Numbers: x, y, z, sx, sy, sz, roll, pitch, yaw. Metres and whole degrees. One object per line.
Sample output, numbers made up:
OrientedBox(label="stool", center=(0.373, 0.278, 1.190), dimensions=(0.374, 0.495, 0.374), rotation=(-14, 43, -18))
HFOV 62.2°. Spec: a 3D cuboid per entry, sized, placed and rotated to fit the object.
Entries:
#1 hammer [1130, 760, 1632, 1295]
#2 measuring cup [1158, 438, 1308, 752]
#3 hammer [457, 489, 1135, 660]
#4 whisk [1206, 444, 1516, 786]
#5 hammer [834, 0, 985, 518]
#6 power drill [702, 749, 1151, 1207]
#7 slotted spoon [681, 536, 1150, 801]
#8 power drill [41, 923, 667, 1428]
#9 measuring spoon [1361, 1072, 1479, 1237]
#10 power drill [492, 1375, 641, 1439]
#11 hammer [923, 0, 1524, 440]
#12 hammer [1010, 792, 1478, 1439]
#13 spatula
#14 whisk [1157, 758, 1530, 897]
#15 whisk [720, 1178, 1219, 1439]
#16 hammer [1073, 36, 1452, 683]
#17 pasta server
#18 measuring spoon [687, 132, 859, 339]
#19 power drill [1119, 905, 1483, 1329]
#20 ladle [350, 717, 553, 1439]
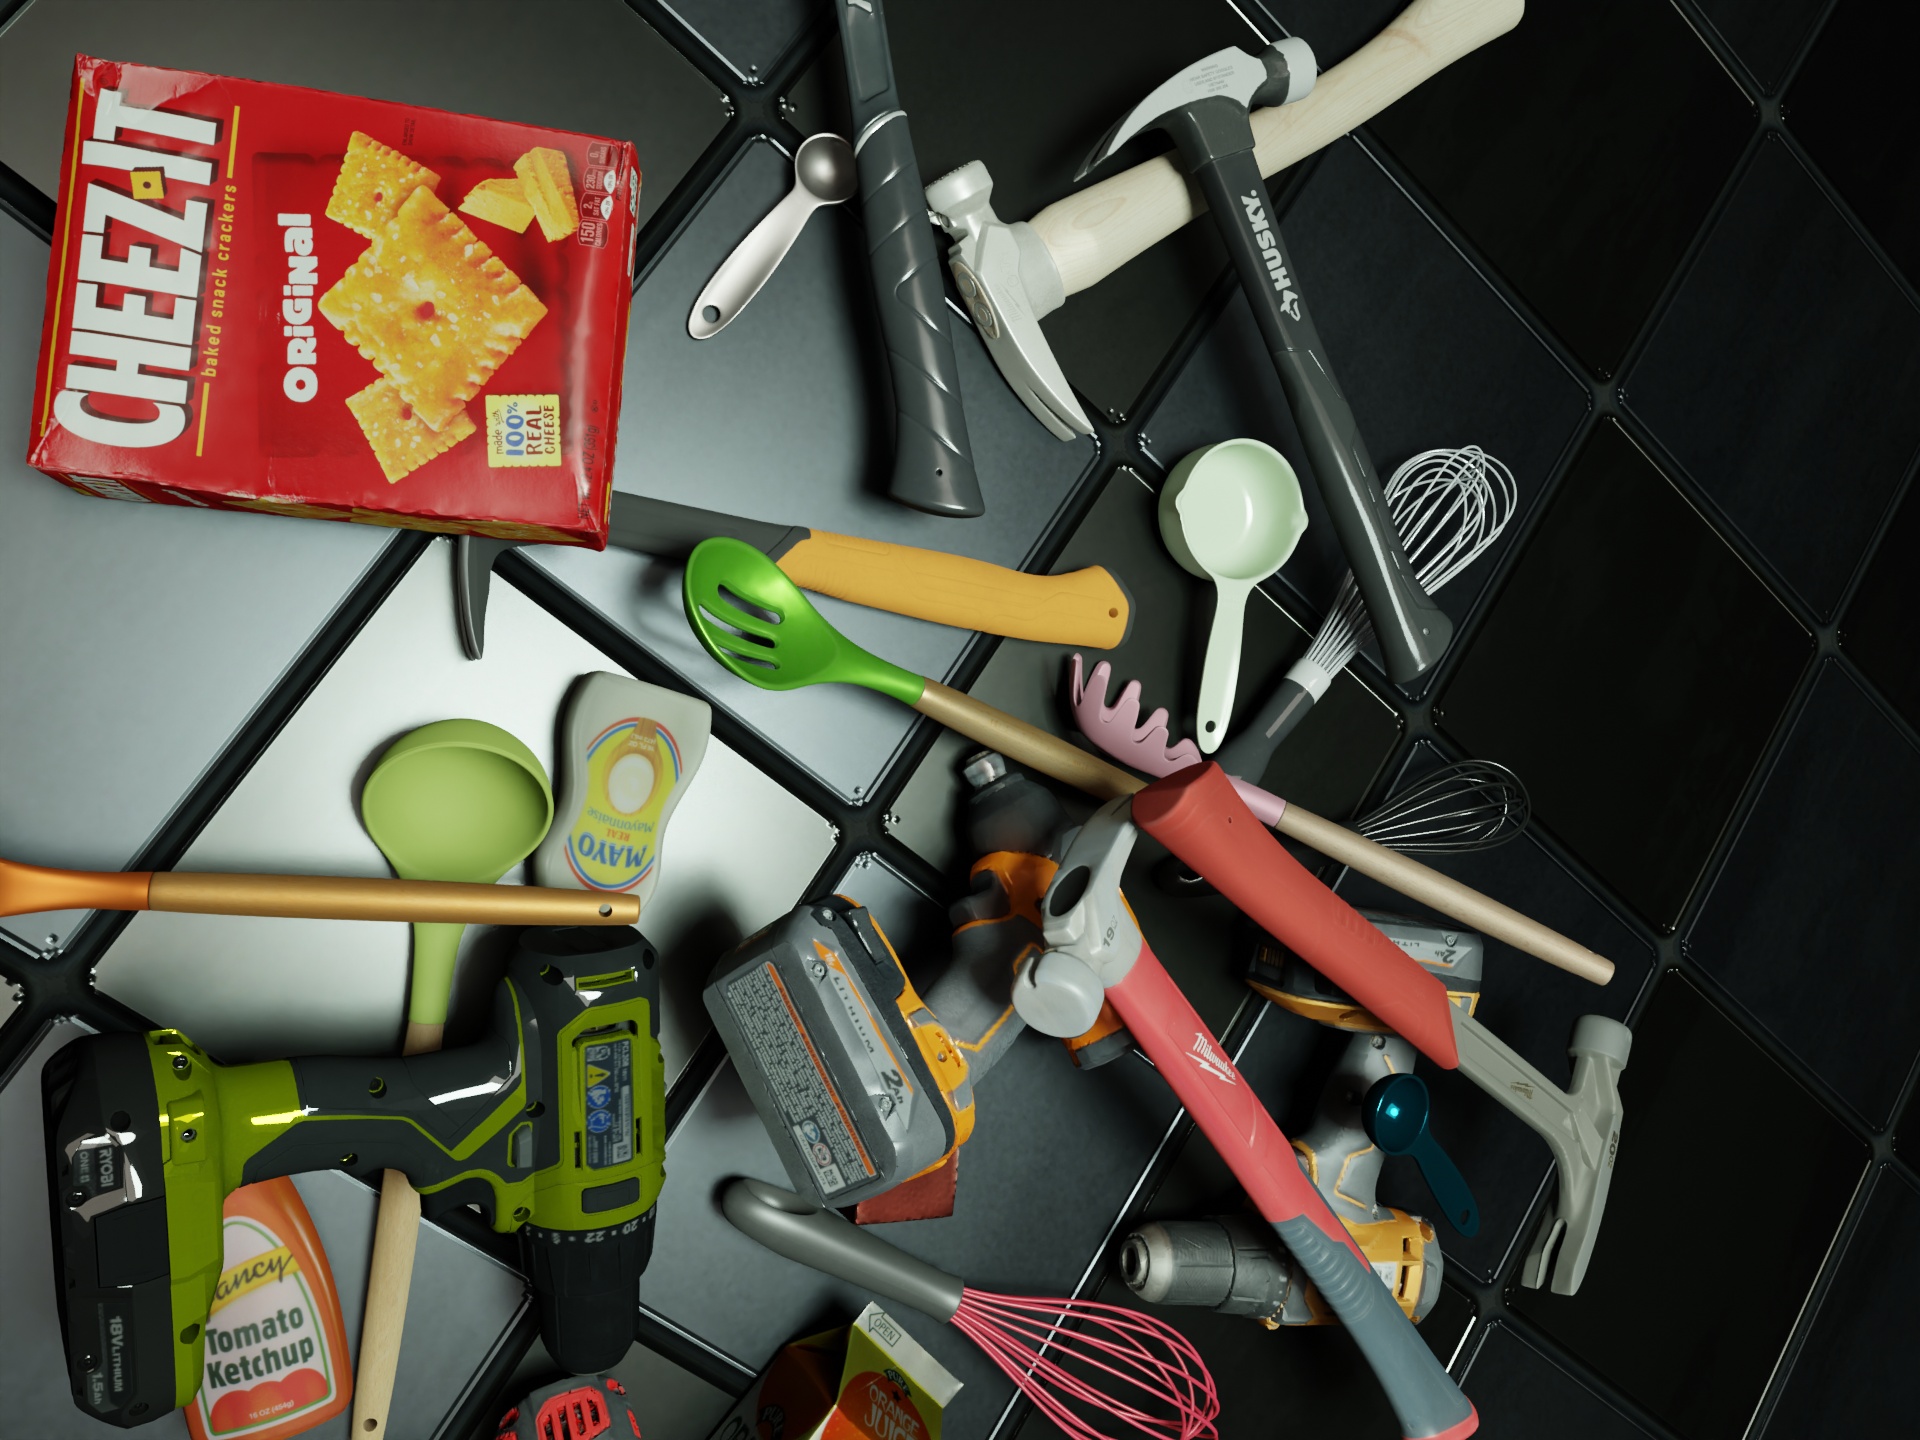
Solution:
OrientedBox(label="hammer", center=(0.211, 0.140, 0.775), dimensions=(0.358, 0.037, 0.149), rotation=(38, 63, -26))
OrientedBox(label="measuring cup", center=(0.137, -0.067, 0.858), dimensions=(0.083, 0.038, 0.167), rotation=(5, 96, -24))
OrientedBox(label="hammer", center=(-0.066, -0.068, 0.765), dimensions=(0.336, 0.034, 0.127), rotation=(9, 86, -24))
OrientedBox(label="whisk", center=(0.212, -0.045, 0.880), dimensions=(0.070, 0.070, 0.284), rotation=(44, 78, -18))
OrientedBox(label="hammer", center=(-0.036, -0.297, 0.750), dimensions=(0.149, 0.036, 0.409), rotation=(-10, 92, -6))
OrientedBox(label="power drill", center=(-0.004, 0.106, 0.730), dimensions=(0.226, 0.084, 0.164), rotation=(-18, 78, -49))
OrientedBox(label="slotted spoon", center=(-0.001, -0.002, 0.763), dimensions=(0.313, 0.031, 0.070), rotation=(25, 50, -29))
OrientedBox(label="power drill", center=(-0.225, 0.188, 0.626), dimensions=(0.228, 0.080, 0.190), rotation=(-5, 101, -33))
OrientedBox(label="measuring spoon", center=(0.240, 0.229, 0.832), dimensions=(0.042, 0.021, 0.128), rotation=(-48, 121, -21))
OrientedBox(label="power drill", center=(-0.223, 0.366, 0.637), dimensions=(0.219, 0.143, 0.078), rotation=(-11, 137, -24))
OrientedBox(label="hammer", center=(0.171, -0.309, 0.872), dimensions=(0.410, 0.038, 0.146), rotation=(-35, 105, -21))
OrientedBox(label="hammer", center=(0.157, 0.211, 0.773), dimensions=(0.386, 0.038, 0.143), rotation=(55, 40, -21))
OrientedBox(label="spatula", center=(-0.291, 0.067, 0.630), dimensions=(0.322, 0.041, 0.081), rotation=(4, 91, -15))
OrientedBox(label="whisk", center=(0.216, 0.063, 0.887), dimensions=(0.239, 0.055, 0.055), rotation=(-11, 94, -19))
OrientedBox(label="whisk", center=(0.011, 0.294, 0.787), dimensions=(0.295, 0.073, 0.073), rotation=(31, 78, -16))
OrientedBox(label="hammer", center=(0.175, -0.177, 0.823), dimensions=(0.146, 0.035, 0.334), rotation=(-25, 97, -23))
OrientedBox(label="pasta server", center=(0.192, 0.053, 0.815), dimensions=(0.316, 0.060, 0.040), rotation=(26, 102, 2))
OrientedBox(label="measuring spoon", center=(-0.092, -0.231, 0.768), dimensions=(0.034, 0.018, 0.124), rotation=(39, 82, -11))
OrientedBox(label="power drill", center=(0.183, 0.213, 0.854), dimensions=(0.185, 0.084, 0.226), rotation=(9, 91, -23))
OrientedBox(label="ladle", center=(-0.232, 0.157, 0.679), dimensions=(0.078, 0.062, 0.320), rotation=(8, 89, -19))
